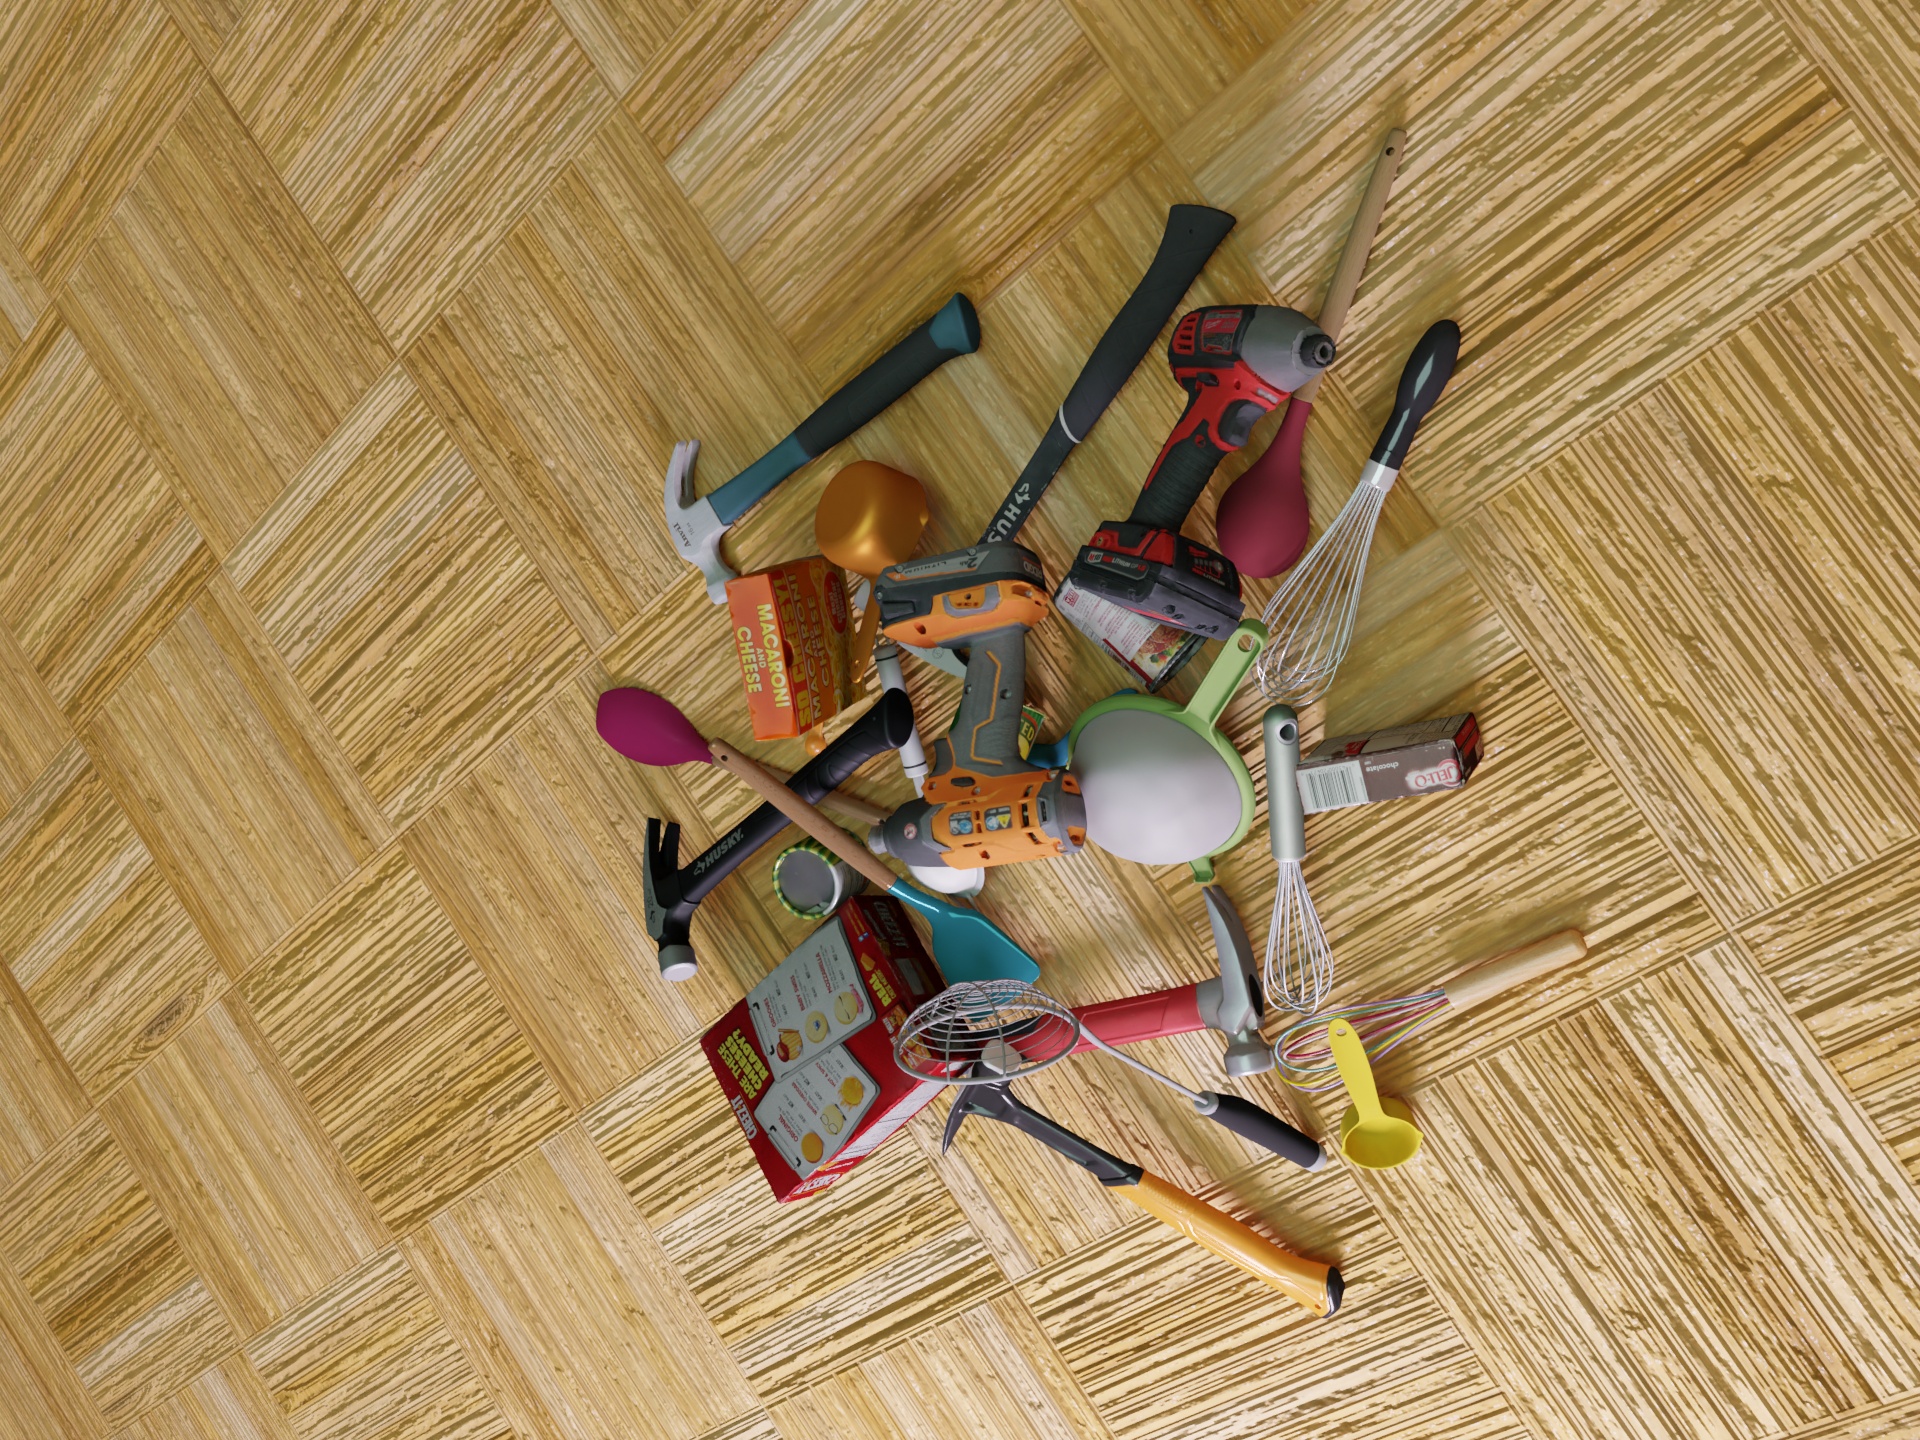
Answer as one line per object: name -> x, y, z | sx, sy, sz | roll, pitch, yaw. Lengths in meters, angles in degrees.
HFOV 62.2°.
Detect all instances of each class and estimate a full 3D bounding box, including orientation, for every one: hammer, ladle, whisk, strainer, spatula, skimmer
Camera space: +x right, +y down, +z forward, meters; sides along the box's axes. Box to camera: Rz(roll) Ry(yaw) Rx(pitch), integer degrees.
hammer -> -0.114, -0.228, 1.271 | 0.331, 0.033, 0.128 | -32, 89, 28
hammer -> 0.075, -0.201, 1.184 | 0.149, 0.036, 0.408 | 40, 116, 11
ladle -> 0.246, -0.246, 1.096 | 0.069, 0.031, 0.315 | 23, 110, 19
whisk -> 0.334, 0.205, 1.154 | 0.245, 0.047, 0.051 | -30, 100, 24
hammer -> -0.157, 0.075, 1.316 | 0.334, 0.035, 0.146 | -39, 52, 30
strainer -> 0.149, 0.028, 1.128 | 0.151, 0.069, 0.256 | 34, 140, 8
whisk -> 0.239, 0.104, 1.156 | 0.058, 0.059, 0.246 | -13, 109, -15
hammer -> 0.145, 0.377, 1.260 | 0.337, 0.034, 0.127 | 29, 130, 6
whisk -> 0.275, -0.139, 1.093 | 0.070, 0.070, 0.284 | 28, 109, 17
strainer -> -0.036, 0.047, 1.283 | 0.087, 0.050, 0.258 | -4, 104, 49
spatula -> -0.074, 0.118, 1.253 | 0.317, 0.044, 0.082 | 40, 118, -17
hammer -> 0.062, 0.242, 1.289 | 0.386, 0.038, 0.143 | -19, 78, 32
skimmer -> 0.120, 0.279, 1.148 | 0.363, 0.127, 0.090 | 31, 84, -25

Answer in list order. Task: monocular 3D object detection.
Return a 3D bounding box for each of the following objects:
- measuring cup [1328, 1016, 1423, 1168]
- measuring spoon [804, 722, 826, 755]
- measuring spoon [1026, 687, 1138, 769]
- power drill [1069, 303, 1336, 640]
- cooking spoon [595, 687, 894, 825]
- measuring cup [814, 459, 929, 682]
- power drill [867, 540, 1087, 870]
measuring cup -> 0.293, 0.266, 1.161 | 0.062, 0.029, 0.156 | -17, 119, 14
measuring spoon -> -0.124, -0.026, 1.336 | 0.021, 0.011, 0.117 | 7, 105, 24
measuring spoon -> 0.088, 0.016, 1.236 | 0.128, 0.021, 0.042 | -41, 83, 29
power drill -> 0.168, -0.173, 1.063 | 0.143, 0.078, 0.219 | 25, 93, 60
cooking spoon -> -0.190, 0.040, 1.381 | 0.319, 0.017, 0.068 | 19, 110, 22
measuring cup -> -0.081, -0.118, 1.223 | 0.095, 0.052, 0.174 | -7, 67, 48
power drill -> -0.002, -0.004, 1.166 | 0.164, 0.084, 0.226 | -11, 79, 23
